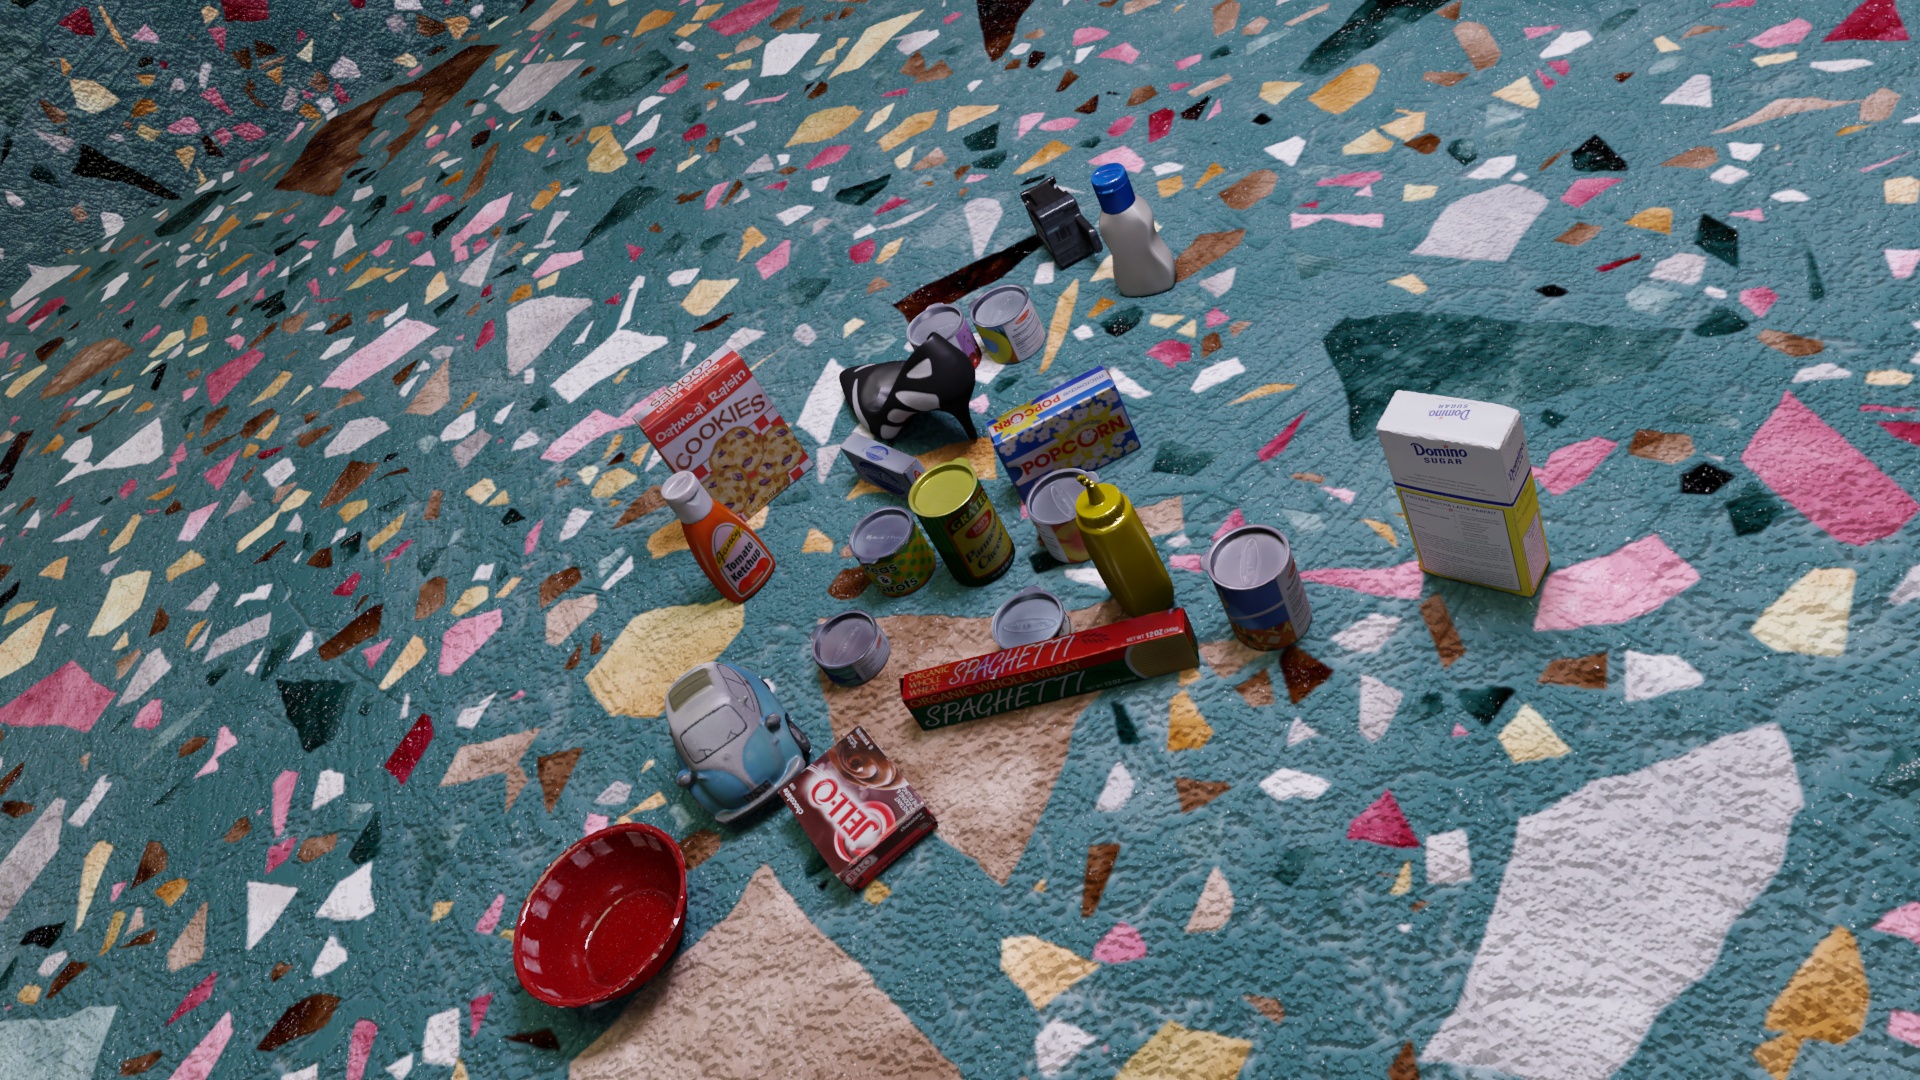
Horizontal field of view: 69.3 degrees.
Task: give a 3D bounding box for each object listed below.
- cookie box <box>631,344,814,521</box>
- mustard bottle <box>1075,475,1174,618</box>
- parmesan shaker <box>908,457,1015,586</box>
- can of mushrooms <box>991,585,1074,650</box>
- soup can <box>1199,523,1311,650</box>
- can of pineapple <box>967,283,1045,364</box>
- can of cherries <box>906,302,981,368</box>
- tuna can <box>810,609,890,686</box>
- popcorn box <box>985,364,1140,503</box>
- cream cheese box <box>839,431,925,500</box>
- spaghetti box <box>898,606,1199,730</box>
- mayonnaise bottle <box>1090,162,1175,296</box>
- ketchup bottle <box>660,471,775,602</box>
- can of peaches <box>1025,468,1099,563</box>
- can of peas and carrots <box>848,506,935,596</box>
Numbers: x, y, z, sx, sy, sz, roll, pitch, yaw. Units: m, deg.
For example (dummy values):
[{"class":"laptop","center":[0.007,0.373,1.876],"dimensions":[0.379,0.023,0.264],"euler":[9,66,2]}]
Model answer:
[{"class":"cookie box","center":[-0.242,-0.101,1.437],"dimensions":[0.123,0.166,0.040],"euler":[-41,43,-11]},{"class":"mustard bottle","center":[0.129,0.000,1.143],"dimensions":[0.049,0.159,0.065],"euler":[-36,43,-6]},{"class":"parmesan shaker","center":[0.005,-0.016,1.268],"dimensions":[0.071,0.102,0.072],"euler":[-15,45,16]},{"class":"can of mushrooms","center":[0.064,0.076,1.200],"dimensions":[0.071,0.033,0.071],"euler":[-15,45,16]},{"class":"soup can","center":[0.236,0.038,1.105],"dimensions":[0.071,0.083,0.072],"euler":[-15,45,16]},{"class":"can of pineapple","center":[0.050,-0.231,1.480],"dimensions":[0.071,0.057,0.071],"euler":[-15,45,16]},{"class":"can of cherries","center":[-0.016,-0.213,1.499],"dimensions":[0.071,0.058,0.072],"euler":[-15,45,16]},{"class":"tuna can","center":[-0.102,0.098,1.271],"dimensions":[0.071,0.032,0.071],"euler":[-15,45,16]},{"class":"popcorn box","center":[0.097,-0.099,1.309],"dimensions":[0.127,0.085,0.038],"euler":[-26,43,4]},{"class":"cream cheese box","center":[-0.073,-0.072,1.400],"dimensions":[0.104,0.053,0.024],"euler":[25,65,42]},{"class":"spaghetti box","center":[0.071,0.108,1.153],"dimensions":[0.250,0.050,0.029],"euler":[-15,45,16]},{"class":"mayonnaise bottle","center":[0.174,-0.318,1.428],"dimensions":[0.064,0.147,0.041],"euler":[-6,48,25]},{"class":"ketchup bottle","center":[-0.240,-0.006,1.360],"dimensions":[0.043,0.148,0.065],"euler":[21,63,41]},{"class":"can of peaches","center":[0.102,-0.023,1.255],"dimensions":[0.071,0.058,0.071],"euler":[-15,45,16]},{"class":"can of peas and carrots","center":[-0.064,0.012,1.312],"dimensions":[0.071,0.058,0.071],"euler":[-15,45,16]}]
